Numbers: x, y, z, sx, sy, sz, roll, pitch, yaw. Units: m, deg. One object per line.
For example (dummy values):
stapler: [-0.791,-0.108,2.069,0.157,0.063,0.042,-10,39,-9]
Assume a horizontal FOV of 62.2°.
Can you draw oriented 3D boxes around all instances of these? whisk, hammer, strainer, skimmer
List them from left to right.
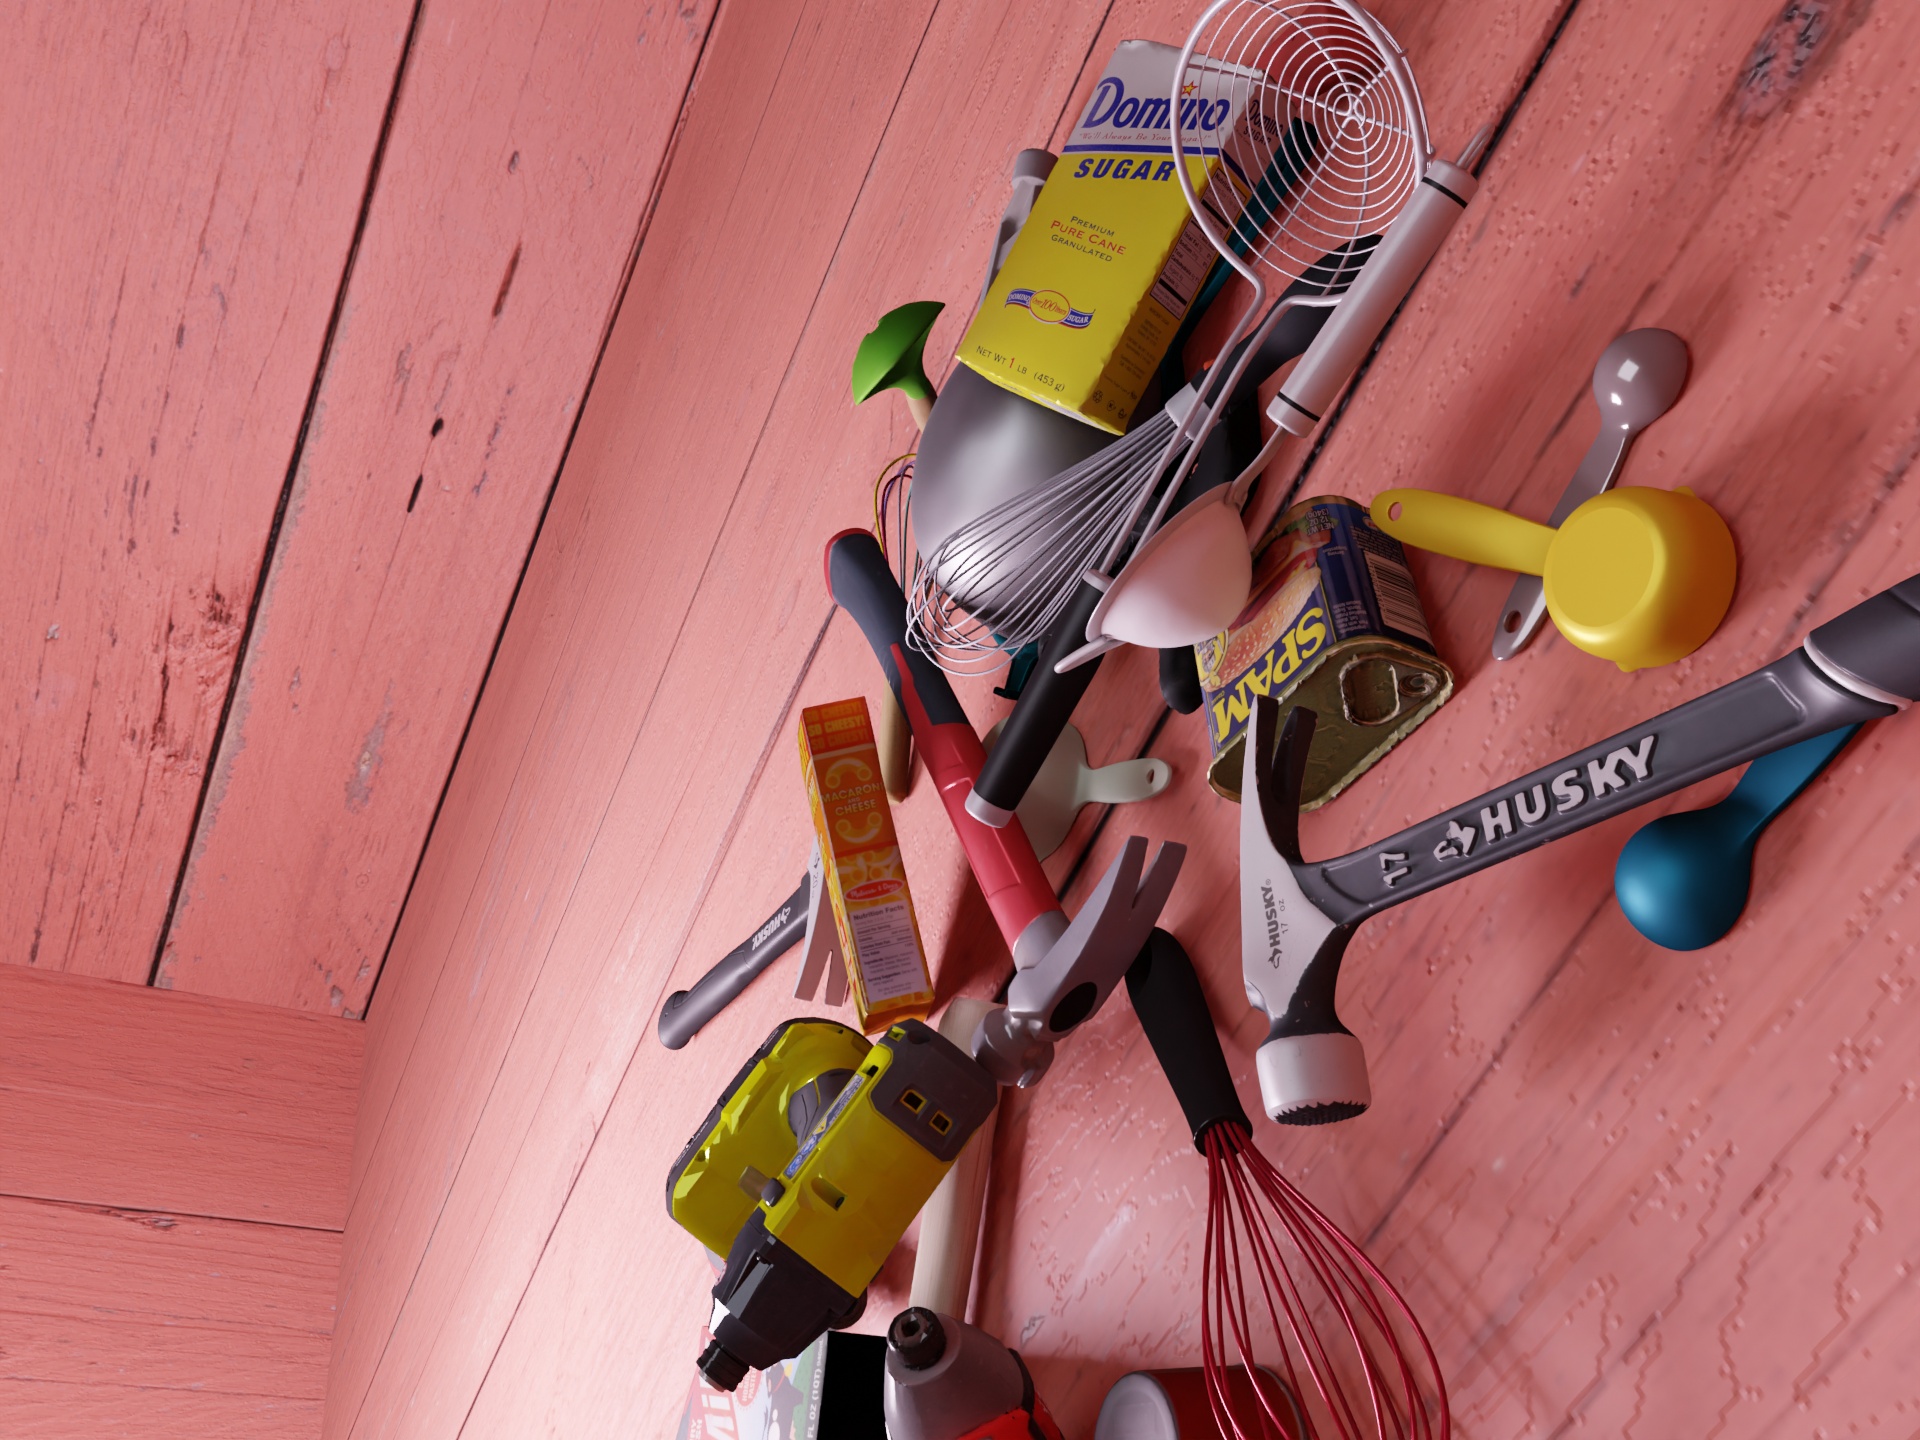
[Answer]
hammer: [-0.155,0.180,1.166,0.334,0.035,0.146,-44,38,49]
whisk: [-0.040,-0.064,1.057,0.051,0.047,0.245,-23,58,59]
hammer: [-0.017,0.342,0.771,0.146,0.038,0.411,-13,64,62]
hammer: [-0.001,-0.003,0.835,0.143,0.038,0.387,-60,34,27]
strainer: [0.058,-0.185,0.851,0.340,0.095,0.211,-55,31,40]
skimmer: [0.074,-0.114,0.661,0.127,0.090,0.363,38,108,33]
whisk: [0.083,-0.120,0.732,0.284,0.070,0.070,-40,36,18]
hammer: [0.104,-0.302,0.893,0.359,0.036,0.149,-3,73,65]
whisk: [0.103,0.170,0.594,0.296,0.073,0.073,-106,39,-60]
strainer: [0.123,-0.108,0.604,0.050,0.087,0.258,40,110,19]
hammer: [0.220,-0.009,0.426,0.409,0.036,0.149,-36,50,46]

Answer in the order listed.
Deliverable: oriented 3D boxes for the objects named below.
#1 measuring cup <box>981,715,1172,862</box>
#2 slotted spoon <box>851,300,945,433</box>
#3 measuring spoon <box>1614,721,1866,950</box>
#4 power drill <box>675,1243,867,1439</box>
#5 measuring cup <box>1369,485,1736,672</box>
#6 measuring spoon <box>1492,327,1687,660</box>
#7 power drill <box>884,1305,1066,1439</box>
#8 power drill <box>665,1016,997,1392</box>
measuring cup: [0.050,0.029,0.806,0.167,0.038,0.083,-13,65,65]
slotted spoon: [-0.025,-0.192,0.950,0.070,0.031,0.313,-48,-4,2]
measuring spoon: [0.228,0.012,0.454,0.128,0.021,0.042,-63,27,28]
power drill: [-0.122,0.393,0.925,0.188,0.080,0.227,-5,68,64]
measuring cup: [0.188,-0.061,0.546,0.157,0.029,0.062,31,110,55]
measuring spoon: [0.210,-0.078,0.551,0.124,0.018,0.034,-68,25,16]
power drill: [0.029,0.318,0.567,0.143,0.078,0.220,66,174,-30]
power drill: [-0.076,0.221,0.767,0.171,0.080,0.223,-52,8,-14]
